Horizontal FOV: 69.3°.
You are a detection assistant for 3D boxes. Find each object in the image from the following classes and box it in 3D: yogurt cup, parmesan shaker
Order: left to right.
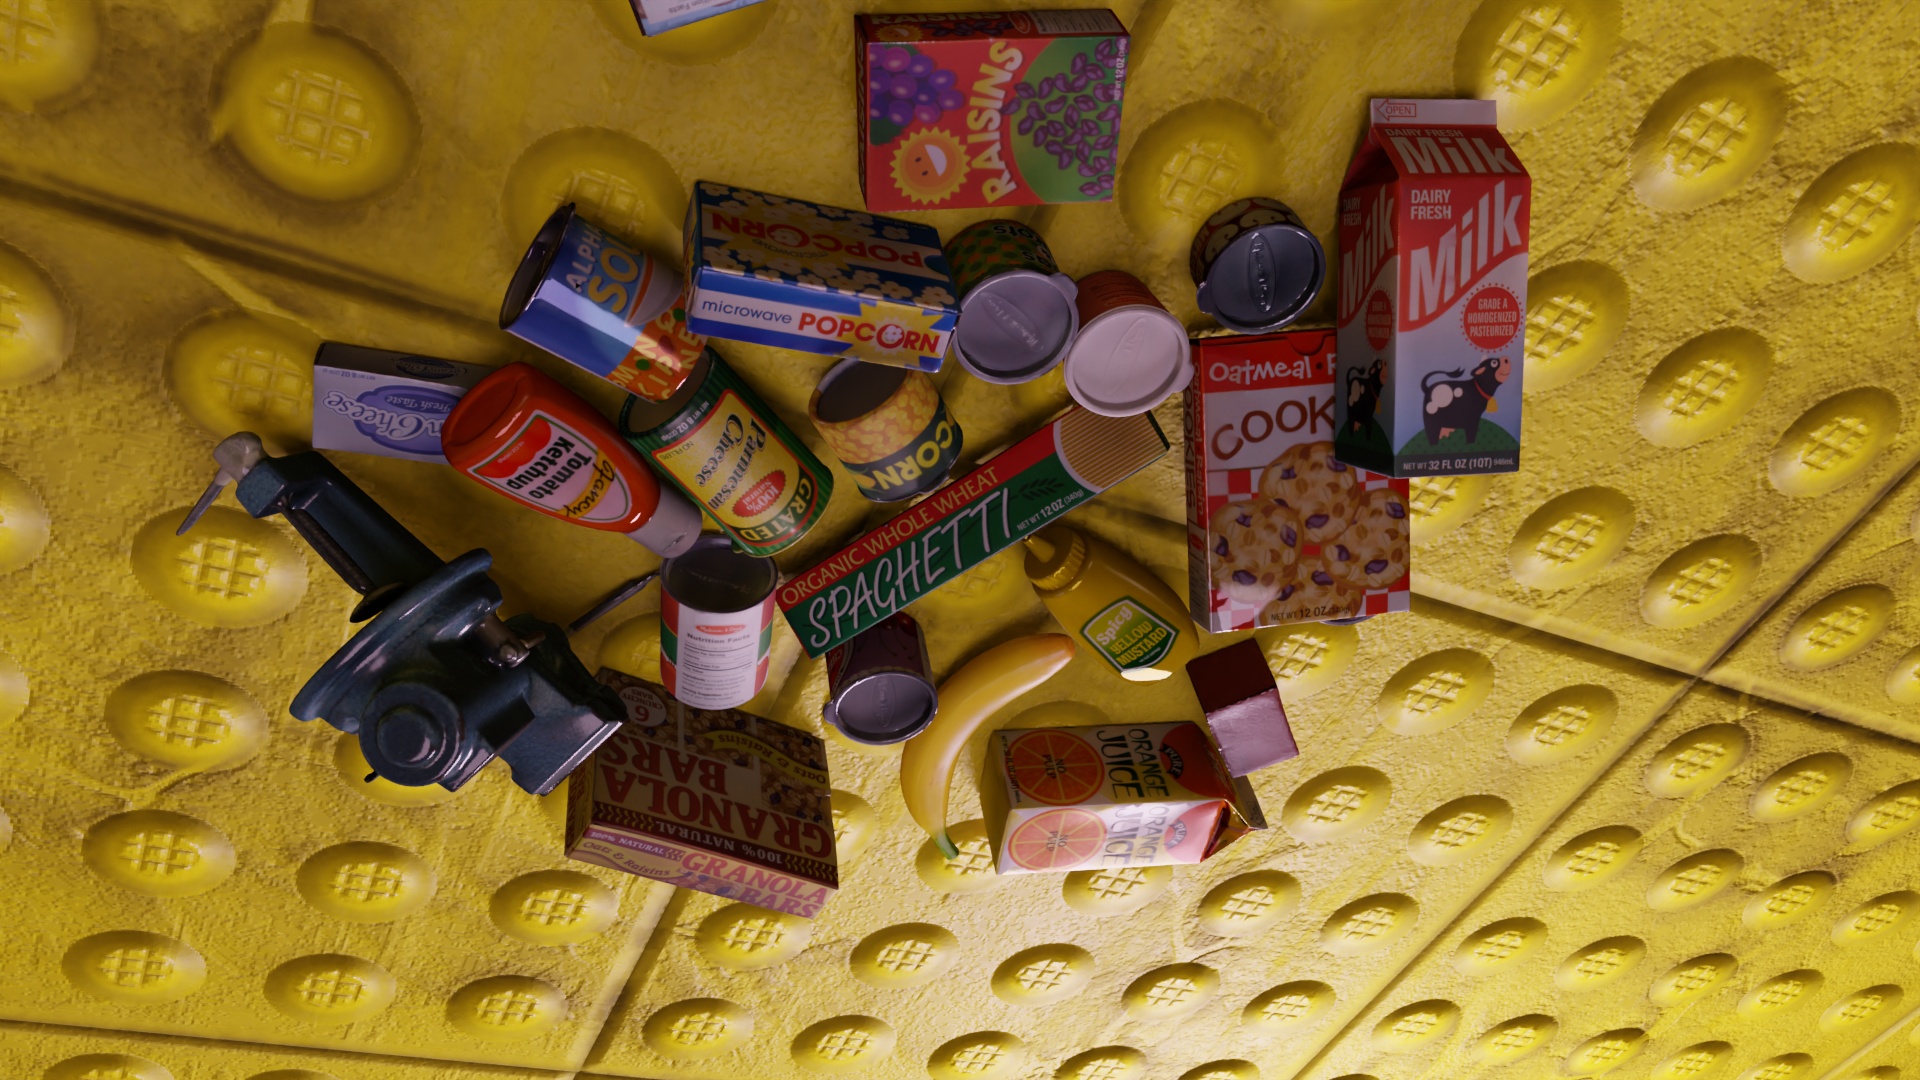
[{"bbox_3d":[-0.127,-0.046,0.744,0.071,0.071,0.103,-32,128,14],"label":"parmesan shaker"},{"bbox_3d":[0.084,-0.109,0.747,0.072,0.054,0.072,-6,129,-7],"label":"yogurt cup"}]

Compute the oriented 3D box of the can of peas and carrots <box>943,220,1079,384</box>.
[{"bbox_3d":[0.024,-0.126,0.718,0.071,0.059,0.070,-6,129,-8],"label":"can of peas and carrots"}]

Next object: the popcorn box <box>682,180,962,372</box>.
[{"bbox_3d":[-0.070,-0.129,0.677,0.127,0.085,0.038,7,128,-18],"label":"popcorn box"}]

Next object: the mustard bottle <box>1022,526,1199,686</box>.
[{"bbox_3d":[0.084,0.033,0.867,0.065,0.049,0.160,-40,126,18],"label":"mustard bottle"}]

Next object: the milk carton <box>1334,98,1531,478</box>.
[{"bbox_3d":[0.244,-0.132,0.725,0.072,0.073,0.190,-2,100,-9],"label":"milk carton"}]

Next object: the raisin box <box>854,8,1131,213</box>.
[{"bbox_3d":[0.013,-0.206,0.664,0.123,0.040,0.085,-5,130,-9],"label":"raisin box"}]

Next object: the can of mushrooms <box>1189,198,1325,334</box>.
[{"bbox_3d":[0.156,-0.147,0.746,0.071,0.033,0.070,-6,130,-8],"label":"can of mushrooms"}]

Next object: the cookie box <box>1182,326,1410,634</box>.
[{"bbox_3d":[0.193,-0.037,0.794,0.123,0.040,0.167,-6,102,-8],"label":"cookie box"}]

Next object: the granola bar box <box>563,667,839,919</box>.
[{"bbox_3d":[-0.158,0.158,0.867,0.165,0.125,0.039,23,122,-27],"label":"granola bar box"}]

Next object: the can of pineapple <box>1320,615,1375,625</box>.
[{"bbox_3d":[0.237,0.011,0.875,0.071,0.058,0.070,-6,129,-7],"label":"can of pineapple"}]

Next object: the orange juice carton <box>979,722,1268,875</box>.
[{"bbox_3d":[0.116,0.180,0.979,0.193,0.072,0.072,-1,129,-11],"label":"orange juice carton"}]

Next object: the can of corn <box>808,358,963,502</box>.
[{"bbox_3d":[-0.039,-0.063,0.747,0.071,0.071,0.058,-26,128,9],"label":"can of corn"}]

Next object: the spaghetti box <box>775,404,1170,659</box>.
[{"bbox_3d":[0.003,-0.010,0.812,0.250,0.029,0.050,-31,91,13],"label":"spaghetti box"}]

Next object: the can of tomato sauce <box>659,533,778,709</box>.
[{"bbox_3d":[-0.143,0.047,0.817,0.071,0.071,0.082,1,132,-13],"label":"can of tomato sauce"}]

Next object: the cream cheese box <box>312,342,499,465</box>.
[{"bbox_3d":[-0.279,-0.068,0.722,0.104,0.024,0.053,7,128,-18],"label":"cream cheese box"}]

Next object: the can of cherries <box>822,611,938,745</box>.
[{"bbox_3d":[-0.053,0.085,0.874,0.071,0.059,0.071,-6,131,-7],"label":"can of cherries"}]

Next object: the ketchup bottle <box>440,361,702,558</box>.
[{"bbox_3d":[-0.197,-0.035,0.735,0.064,0.044,0.148,-38,143,11],"label":"ketchup bottle"}]

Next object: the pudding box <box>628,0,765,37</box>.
[{"bbox_3d":[-0.107,-0.256,0.602,0.084,0.030,0.049,-17,129,1],"label":"pudding box"}]

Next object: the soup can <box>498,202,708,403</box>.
[{"bbox_3d":[-0.170,-0.115,0.679,0.084,0.072,0.071,27,119,-30],"label":"soup can"}]
